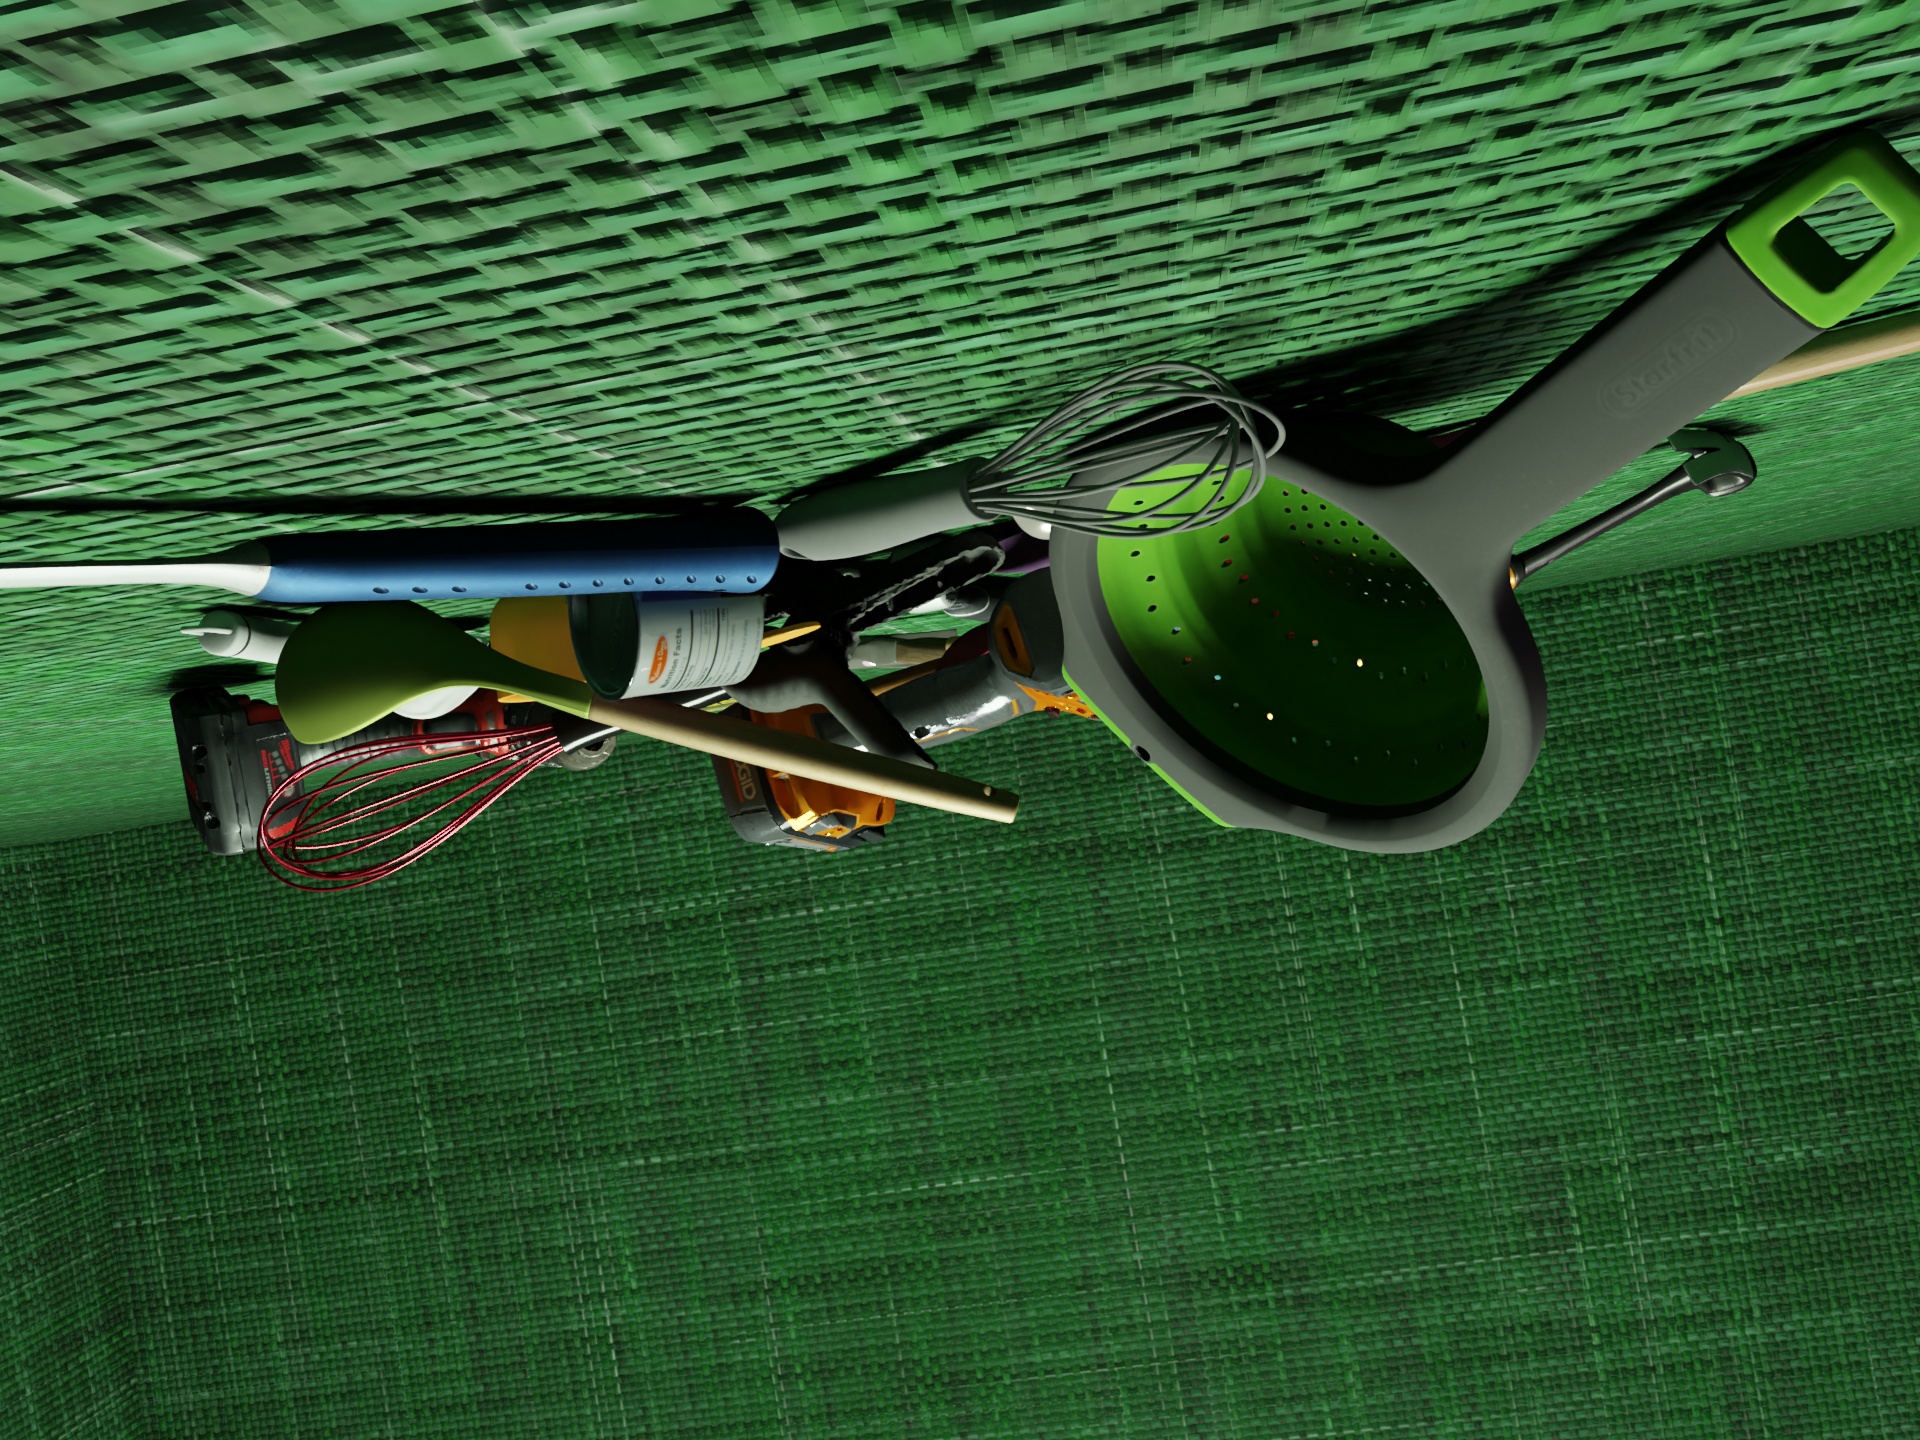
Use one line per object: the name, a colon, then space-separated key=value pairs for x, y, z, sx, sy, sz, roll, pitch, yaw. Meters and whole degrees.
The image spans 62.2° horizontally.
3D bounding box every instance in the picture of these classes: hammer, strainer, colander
hammer: x=0.061 y=-0.048 z=1.136 sx=0.331 sy=0.031 sz=0.130 roll=2 pitch=-175 yaw=28
hammer: x=-0.009 y=-0.073 z=0.996 sx=0.149 sy=0.036 sz=0.409 roll=-9 pitch=180 yaw=21
hammer: x=-0.227 y=-0.046 z=0.480 sx=0.144 sy=0.035 sz=0.405 roll=-11 pitch=178 yaw=44
strainer: x=-0.293 y=-0.029 z=0.768 sx=0.087 sy=0.050 sz=0.258 roll=5 pitch=178 yaw=9
colander: x=0.170 y=-0.080 z=0.552 sx=0.094 sy=0.204 sz=0.397 roll=-47 pitch=-179 yaw=-28
hammer: x=0.313 y=-0.077 z=0.981 sx=0.337 sy=0.034 sz=0.127 roll=-32 pitch=165 yaw=35

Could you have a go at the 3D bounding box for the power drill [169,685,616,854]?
power drill: x=-0.319 y=0.012 z=0.916 sx=0.226 sy=0.080 sz=0.188 roll=-12 pitch=-166 yaw=-30

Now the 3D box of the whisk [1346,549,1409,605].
whisk: x=0.256 y=-0.092 z=1.018 sx=0.070 sy=0.070 sz=0.284 roll=-10 pitch=-176 yaw=43

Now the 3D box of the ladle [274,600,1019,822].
ladle: x=-0.133 y=0.008 z=0.685 sx=0.320 sy=0.062 sz=0.078 roll=14 pitch=-142 yaw=-4

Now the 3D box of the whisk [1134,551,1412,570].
whisk: x=0.191 y=-0.105 z=0.918 sx=0.245 sy=0.047 sz=0.051 roll=-6 pitch=168 yaw=-9

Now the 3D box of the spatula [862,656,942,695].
spatula: x=0.051 y=-0.058 z=0.990 sx=0.322 sy=0.041 sz=0.081 roll=-17 pitch=178 yaw=-7

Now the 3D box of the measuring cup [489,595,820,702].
measuring cup: x=-0.142 y=-0.048 z=0.737 sx=0.173 sy=0.052 sz=0.095 roll=-12 pitch=178 yaw=27

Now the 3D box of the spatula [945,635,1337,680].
spatula: x=0.129 y=-0.046 z=1.009 sx=0.317 sy=0.044 sz=0.082 roll=6 pitch=-163 yaw=30

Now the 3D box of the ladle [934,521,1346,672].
ladle: x=0.127 y=-0.080 z=0.946 sx=0.315 sy=0.031 sz=0.069 roll=-19 pitch=174 yaw=-6

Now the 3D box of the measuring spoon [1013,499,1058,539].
measuring spoon: x=0.007 y=-0.088 z=0.710 sx=0.124 sy=0.018 sz=0.034 roll=-8 pitch=178 yaw=-38

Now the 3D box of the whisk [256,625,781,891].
whisk: x=-0.224 y=0.013 z=0.818 sx=0.296 sy=0.073 sz=0.073 roll=-22 pitch=179 yaw=-1

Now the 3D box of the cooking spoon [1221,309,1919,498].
cooking spoon: x=0.255 y=-0.130 z=0.694 sx=0.319 sy=0.017 sz=0.068 roll=-9 pitch=178 yaw=39

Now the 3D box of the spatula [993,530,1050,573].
spatula: x=0.056 y=-0.092 z=0.943 sx=0.060 sy=0.018 sz=0.316 roll=-23 pitch=176 yaw=10

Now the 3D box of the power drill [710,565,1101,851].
power drill: x=-0.001 y=-0.003 z=0.852 sx=0.226 sy=0.084 sz=0.164 roll=-23 pitch=164 yaw=18

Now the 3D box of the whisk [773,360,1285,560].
whisk: x=0.009 y=-0.080 z=0.552 sx=0.055 sy=0.055 sz=0.239 roll=-8 pitch=-177 yaw=-42
